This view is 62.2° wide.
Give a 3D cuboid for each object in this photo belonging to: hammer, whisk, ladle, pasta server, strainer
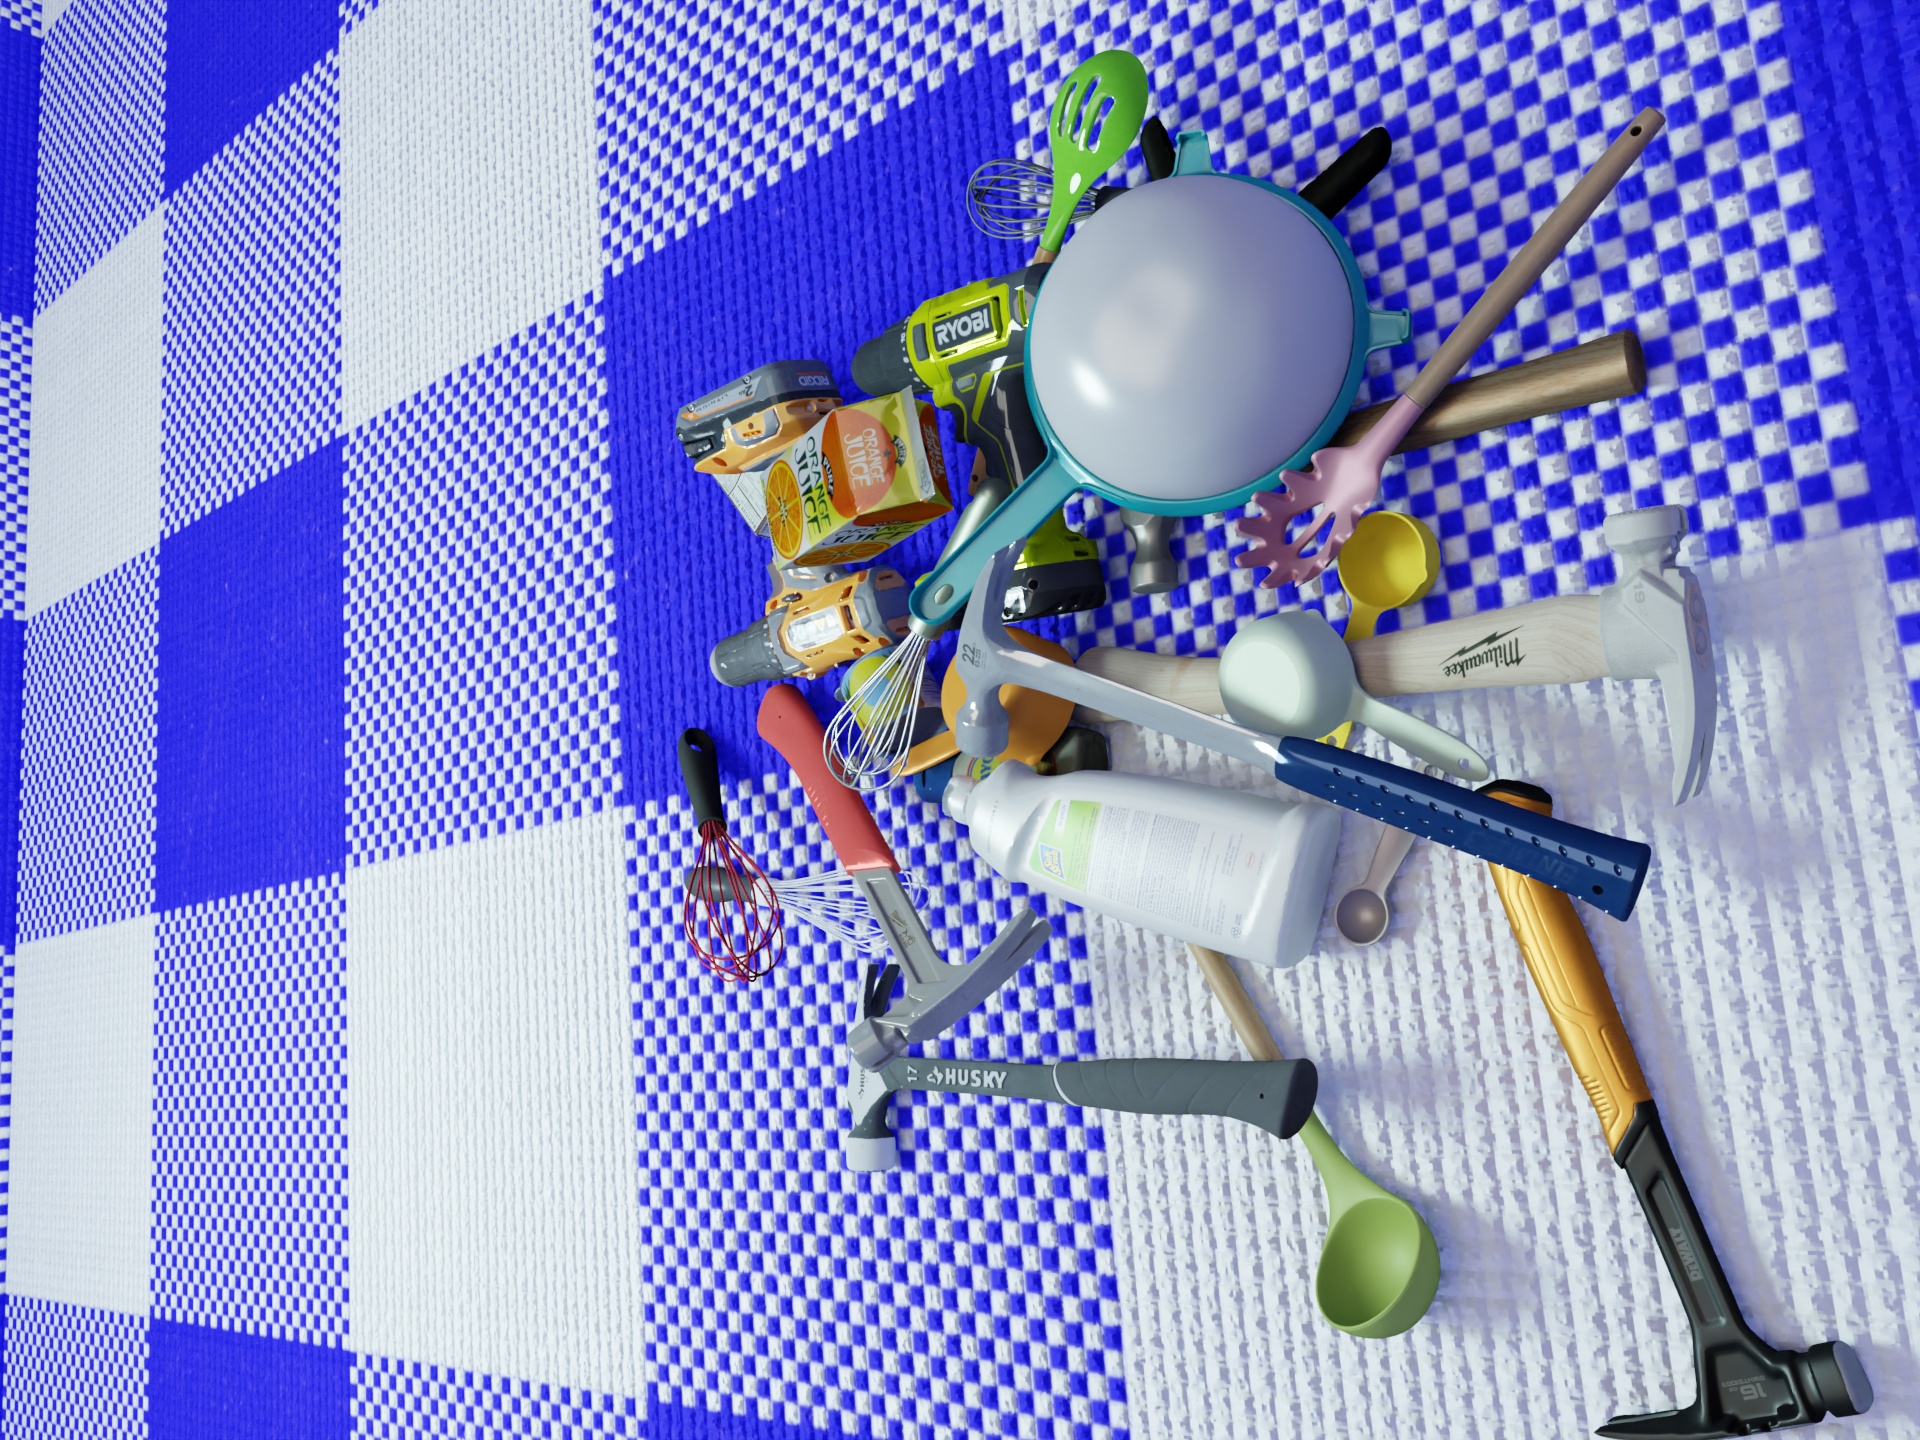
[{"bbox_3d":[0.057,0.229,1.028,0.409,0.036,0.149,-11,76,48],"label":"hammer"},{"bbox_3d":[-0.026,-0.053,1.058,0.059,0.058,0.246,28,115,0],"label":"whisk"},{"bbox_3d":[0.234,-0.170,0.947,0.331,0.031,0.130,-11,78,40],"label":"hammer"},{"bbox_3d":[-0.067,0.077,1.127,0.149,0.036,0.359,-40,42,6],"label":"hammer"},{"bbox_3d":[0.179,0.206,0.939,0.078,0.062,0.320,-45,55,27],"label":"ladle"},{"bbox_3d":[0.220,-0.018,0.918,0.411,0.038,0.146,-6,94,47],"label":"hammer"},{"bbox_3d":[-0.129,0.135,1.223,0.285,0.070,0.070,0,86,46],"label":"whisk"},{"bbox_3d":[0.267,-0.199,0.876,0.060,0.040,0.316,47,114,21],"label":"pasta server"},{"bbox_3d":[0.098,-0.348,1.080,0.239,0.055,0.055,19,98,37],"label":"whisk"},{"bbox_3d":[0.080,-0.186,0.932,0.340,0.095,0.211,-45,72,10],"label":"strainer"},{"bbox_3d":[-0.189,0.097,1.233,0.073,0.073,0.296,-55,33,23],"label":"whisk"},{"bbox_3d":[0.167,0.012,0.874,0.406,0.035,0.144,21,125,29],"label":"hammer"},{"bbox_3d":[0.330,0.191,0.819,0.127,0.034,0.337,-30,66,34],"label":"hammer"}]

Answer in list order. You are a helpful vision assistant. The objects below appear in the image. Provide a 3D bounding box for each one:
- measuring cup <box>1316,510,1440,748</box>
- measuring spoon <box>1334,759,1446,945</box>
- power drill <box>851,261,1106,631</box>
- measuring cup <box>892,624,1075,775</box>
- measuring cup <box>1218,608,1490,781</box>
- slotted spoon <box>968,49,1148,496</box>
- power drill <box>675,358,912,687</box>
[{"bbox_3d":[0.241,-0.047,0.938,0.062,0.029,0.156,29,116,40],"label":"measuring cup"},{"bbox_3d":[0.254,0.073,0.917,0.034,0.018,0.124,29,98,42],"label":"measuring spoon"},{"bbox_3d":[0.010,-0.179,1.087,0.190,0.080,0.228,-7,92,43],"label":"power drill"},{"bbox_3d":[-0.002,-0.003,1.076,0.173,0.052,0.095,-28,54,36],"label":"measuring cup"},{"bbox_3d":[0.211,-0.004,0.875,0.168,0.038,0.083,33,122,40],"label":"measuring cup"},{"bbox_3d":[0.055,-0.296,1.084,0.070,0.031,0.313,35,122,30],"label":"slotted spoon"},{"bbox_3d":[-0.143,-0.140,1.218,0.185,0.084,0.226,-17,91,34],"label":"power drill"}]
